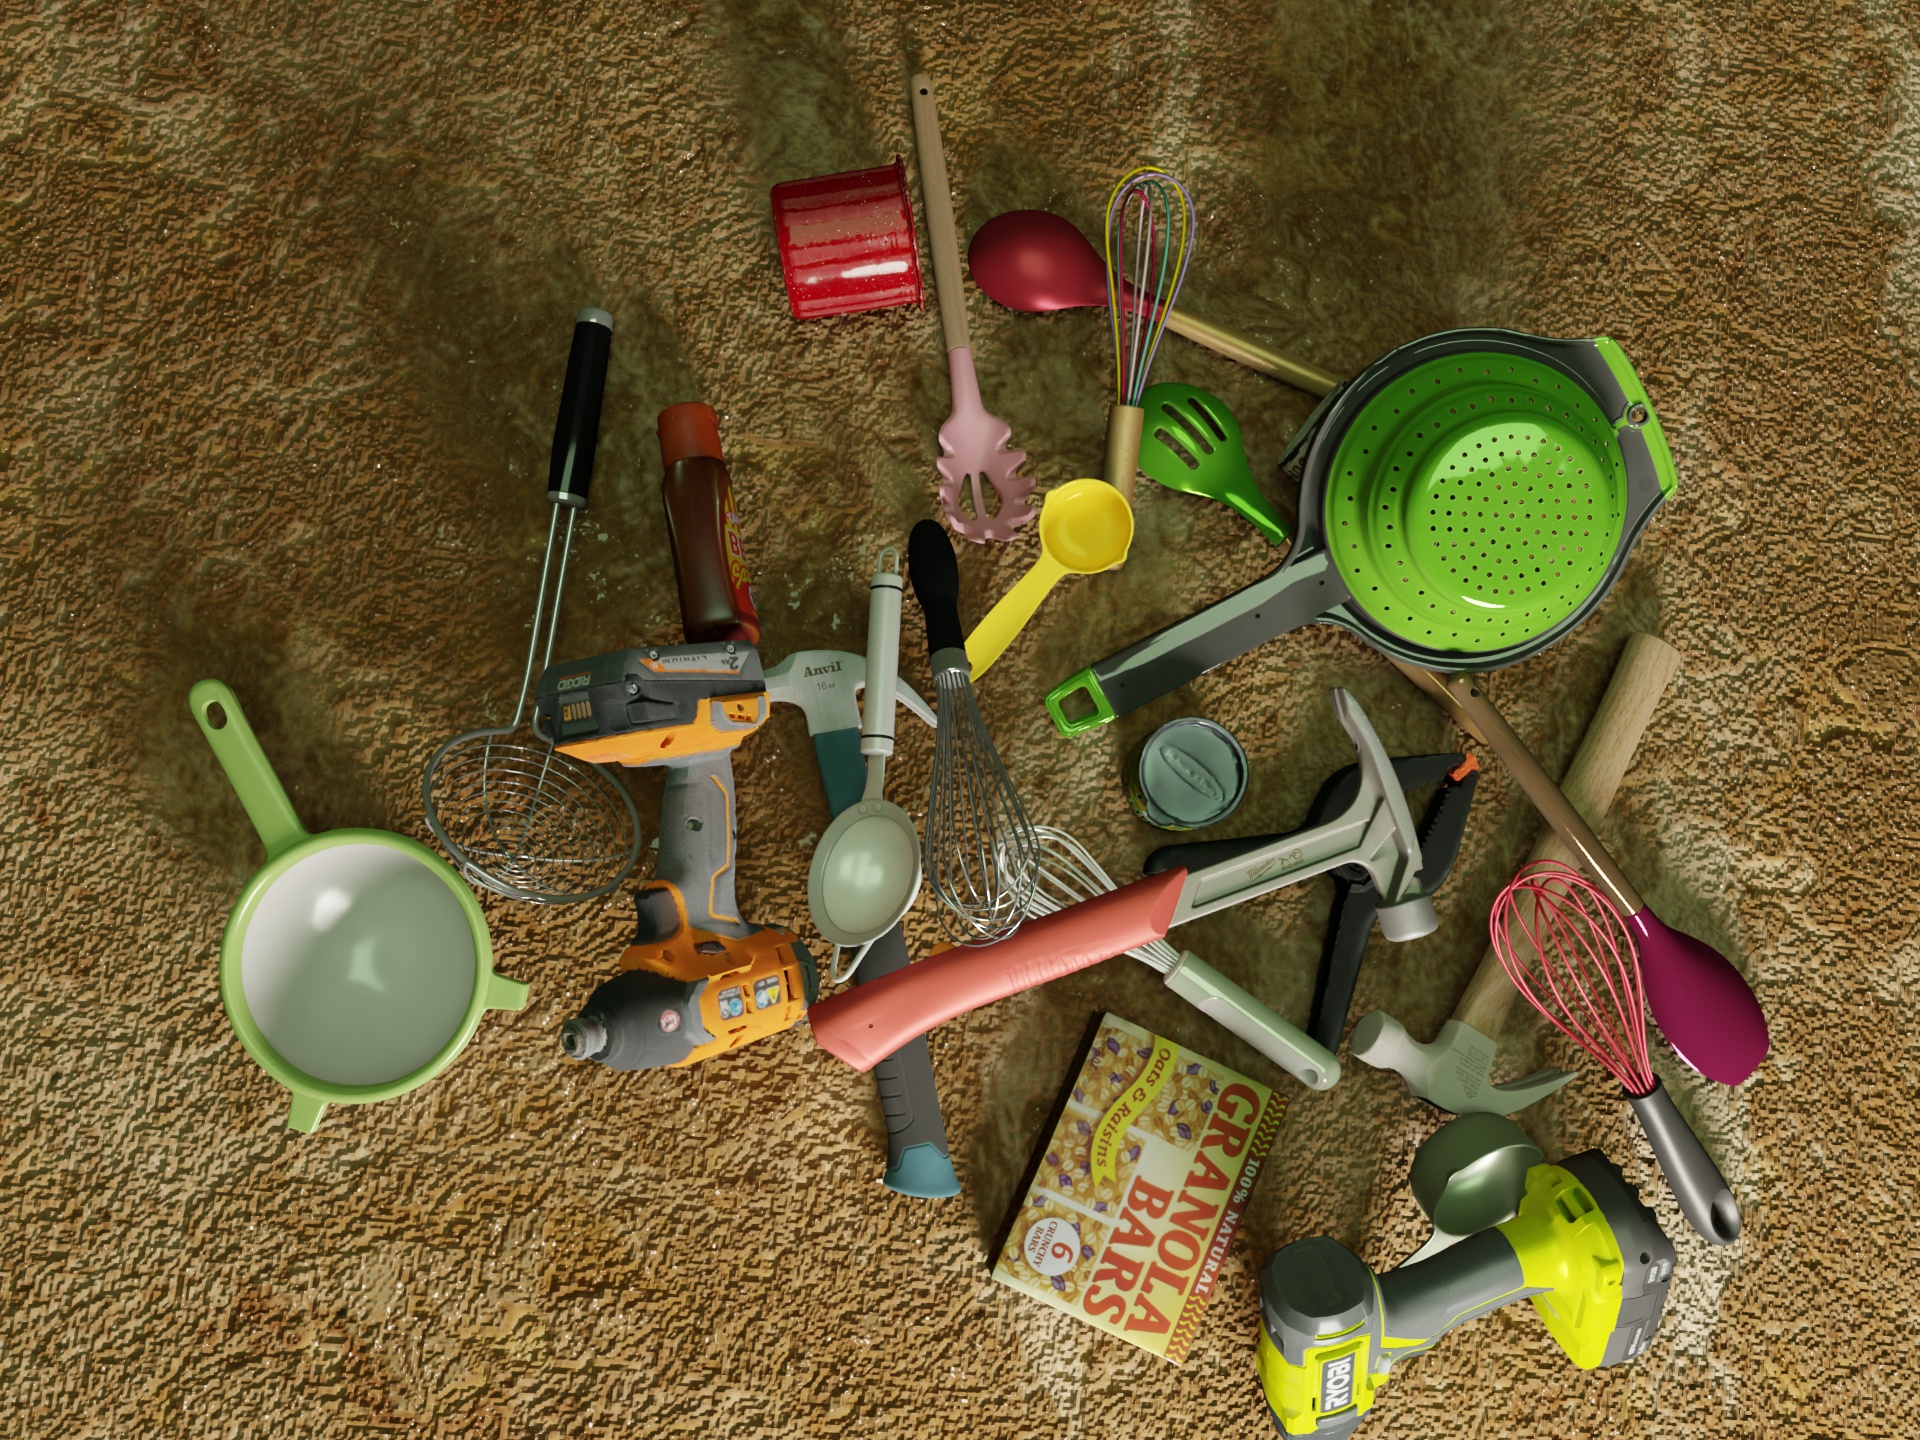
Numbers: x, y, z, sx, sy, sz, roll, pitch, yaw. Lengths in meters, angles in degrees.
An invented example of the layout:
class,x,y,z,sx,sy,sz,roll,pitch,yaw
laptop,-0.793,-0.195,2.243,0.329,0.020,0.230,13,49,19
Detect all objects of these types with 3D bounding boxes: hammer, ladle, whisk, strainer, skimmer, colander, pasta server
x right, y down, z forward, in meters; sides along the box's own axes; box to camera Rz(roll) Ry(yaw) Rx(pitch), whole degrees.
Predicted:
class,x,y,z,sx,sy,sz,roll,pitch,yaw
hammer,0.084,0.106,0.905,0.359,0.036,0.149,-19,89,-2
ladle,0.154,-0.249,1.017,0.315,0.031,0.069,23,83,-4
whisk,0.101,-0.216,0.980,0.047,0.051,0.245,-1,100,-46
whisk,0.394,0.202,0.940,0.073,0.073,0.295,-36,106,-9
strainer,-0.046,0.023,0.921,0.050,0.087,0.258,16,72,-48
strainer,-0.357,0.090,0.902,0.151,0.069,0.256,-31,85,0
whisk,0.121,0.142,0.944,0.246,0.057,0.059,35,47,3
skimmer,-0.228,-0.075,0.925,0.127,0.090,0.363,13,79,-32
whisk,-0.001,-0.003,0.915,0.070,0.070,0.285,-5,59,-6
colander,0.230,-0.084,0.921,0.397,0.094,0.204,-27,100,8
hammer,-0.053,0.119,0.946,0.128,0.033,0.331,-11,84,-6
pasta server,-0.003,-0.260,0.997,0.060,0.040,0.316,-6,82,-11
hammer,0.367,0.092,0.985,0.130,0.031,0.331,32,78,-10

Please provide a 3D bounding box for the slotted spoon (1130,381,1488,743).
class,x,y,z,sx,sy,sz,roll,pitch,yaw
slotted spoon,0.225,-0.099,1.005,0.314,0.031,0.070,44,80,0

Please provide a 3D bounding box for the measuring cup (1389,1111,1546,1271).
class,x,y,z,sx,sy,sz,roll,pitch,yaw
measuring cup,0.272,0.297,0.944,0.083,0.038,0.167,29,109,-35

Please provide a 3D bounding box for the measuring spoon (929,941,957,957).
class,x,y,z,sx,sy,sz,roll,pitch,yaw
measuring spoon,0.037,0.139,0.946,0.117,0.011,0.021,1,84,-24

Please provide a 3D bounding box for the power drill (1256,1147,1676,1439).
class,x,y,z,sx,sy,sz,roll,pitch,yaw
power drill,0.277,0.338,0.904,0.223,0.080,0.171,-15,128,-9

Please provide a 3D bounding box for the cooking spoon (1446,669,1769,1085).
class,x,y,z,sx,sy,sz,roll,pitch,yaw
cooking spoon,0.393,0.095,0.965,0.069,0.017,0.319,-42,98,-15

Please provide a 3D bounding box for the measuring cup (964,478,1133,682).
class,x,y,z,sx,sy,sz,roll,pitch,yaw
measuring cup,0.046,-0.081,0.976,0.062,0.029,0.156,41,103,2

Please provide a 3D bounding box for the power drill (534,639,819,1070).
class,x,y,z,sx,sy,sz,roll,pitch,yaw
power drill,-0.163,0.075,0.870,0.084,0.164,0.226,-9,90,36
